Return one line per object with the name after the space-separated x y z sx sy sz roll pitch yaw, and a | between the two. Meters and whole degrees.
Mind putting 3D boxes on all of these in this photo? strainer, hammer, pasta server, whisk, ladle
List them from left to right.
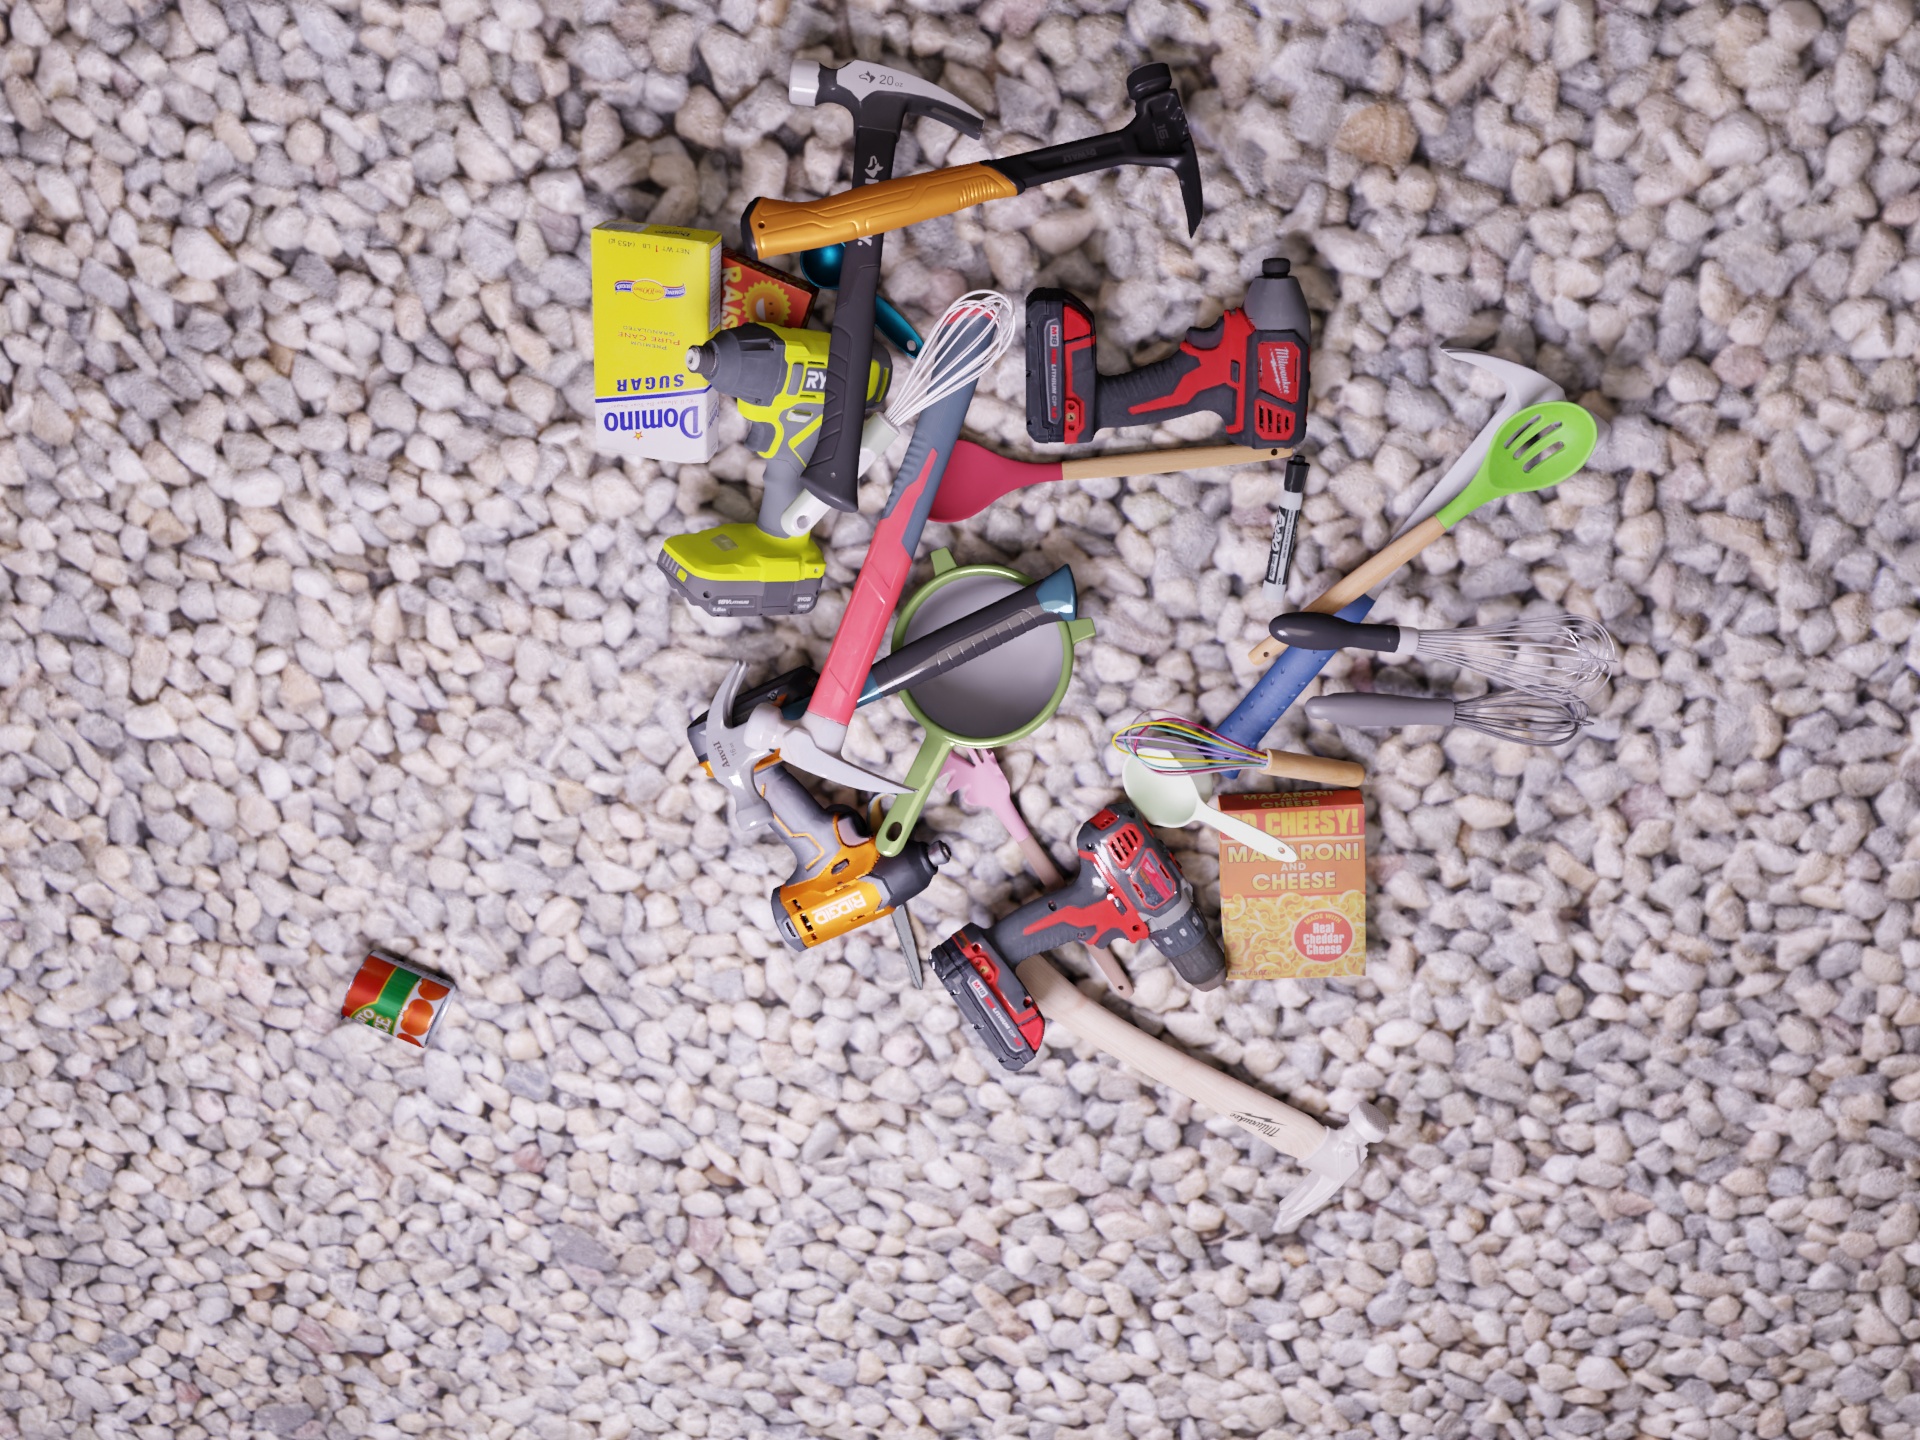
-0.070 -0.319 1.174 0.146 0.035 0.335 7 84 -5 | hammer
-0.054 -0.036 1.278 0.331 0.033 0.128 -25 84 6 | hammer
-0.049 -0.231 1.207 0.246 0.059 0.057 -45 131 11 | whisk
-0.036 -0.136 1.243 0.143 0.038 0.386 21 91 7 | hammer
-0.002 -0.004 1.321 0.151 0.069 0.256 27 93 9 | strainer
0.008 -0.380 1.152 0.337 0.034 0.127 -15 85 -6 | hammer
0.068 0.128 1.407 0.060 0.040 0.316 -25 108 27 | pasta server
0.108 -0.205 1.282 0.315 0.031 0.069 -4 114 5 | ladle
0.185 0.322 1.459 0.410 0.038 0.146 31 114 -9 | hammer
0.234 0.030 1.306 0.244 0.051 0.047 9 118 -25 | whisk
0.329 -0.117 1.289 0.144 0.035 0.405 35 110 -8 | hammer
0.384 -0.062 1.262 0.284 0.070 0.070 6 112 -5 | whisk
0.401 -0.006 1.306 0.239 0.055 0.055 2 111 -2 | whisk

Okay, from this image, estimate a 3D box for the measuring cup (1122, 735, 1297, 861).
0.215 0.069 1.333 0.168 0.038 0.083 29 134 25 | measuring cup

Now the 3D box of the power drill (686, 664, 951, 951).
-0.118 0.072 1.370 0.164 0.084 0.226 -24 101 12 | power drill

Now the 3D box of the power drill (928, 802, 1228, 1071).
0.108 0.203 1.372 0.226 0.080 0.187 -36 103 -5 | power drill

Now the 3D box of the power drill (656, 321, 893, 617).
-0.156 -0.198 1.246 0.080 0.171 0.223 39 122 39 | power drill

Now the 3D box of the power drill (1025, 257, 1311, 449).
0.160 -0.281 1.224 0.219 0.079 0.143 0 111 3 | power drill

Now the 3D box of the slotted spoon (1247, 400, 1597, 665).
0.353 -0.141 1.244 0.313 0.031 0.070 -38 111 19 | slotted spoon

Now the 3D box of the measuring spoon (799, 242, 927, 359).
-0.077 -0.330 1.259 0.128 0.021 0.042 42 80 -19 | measuring spoon
